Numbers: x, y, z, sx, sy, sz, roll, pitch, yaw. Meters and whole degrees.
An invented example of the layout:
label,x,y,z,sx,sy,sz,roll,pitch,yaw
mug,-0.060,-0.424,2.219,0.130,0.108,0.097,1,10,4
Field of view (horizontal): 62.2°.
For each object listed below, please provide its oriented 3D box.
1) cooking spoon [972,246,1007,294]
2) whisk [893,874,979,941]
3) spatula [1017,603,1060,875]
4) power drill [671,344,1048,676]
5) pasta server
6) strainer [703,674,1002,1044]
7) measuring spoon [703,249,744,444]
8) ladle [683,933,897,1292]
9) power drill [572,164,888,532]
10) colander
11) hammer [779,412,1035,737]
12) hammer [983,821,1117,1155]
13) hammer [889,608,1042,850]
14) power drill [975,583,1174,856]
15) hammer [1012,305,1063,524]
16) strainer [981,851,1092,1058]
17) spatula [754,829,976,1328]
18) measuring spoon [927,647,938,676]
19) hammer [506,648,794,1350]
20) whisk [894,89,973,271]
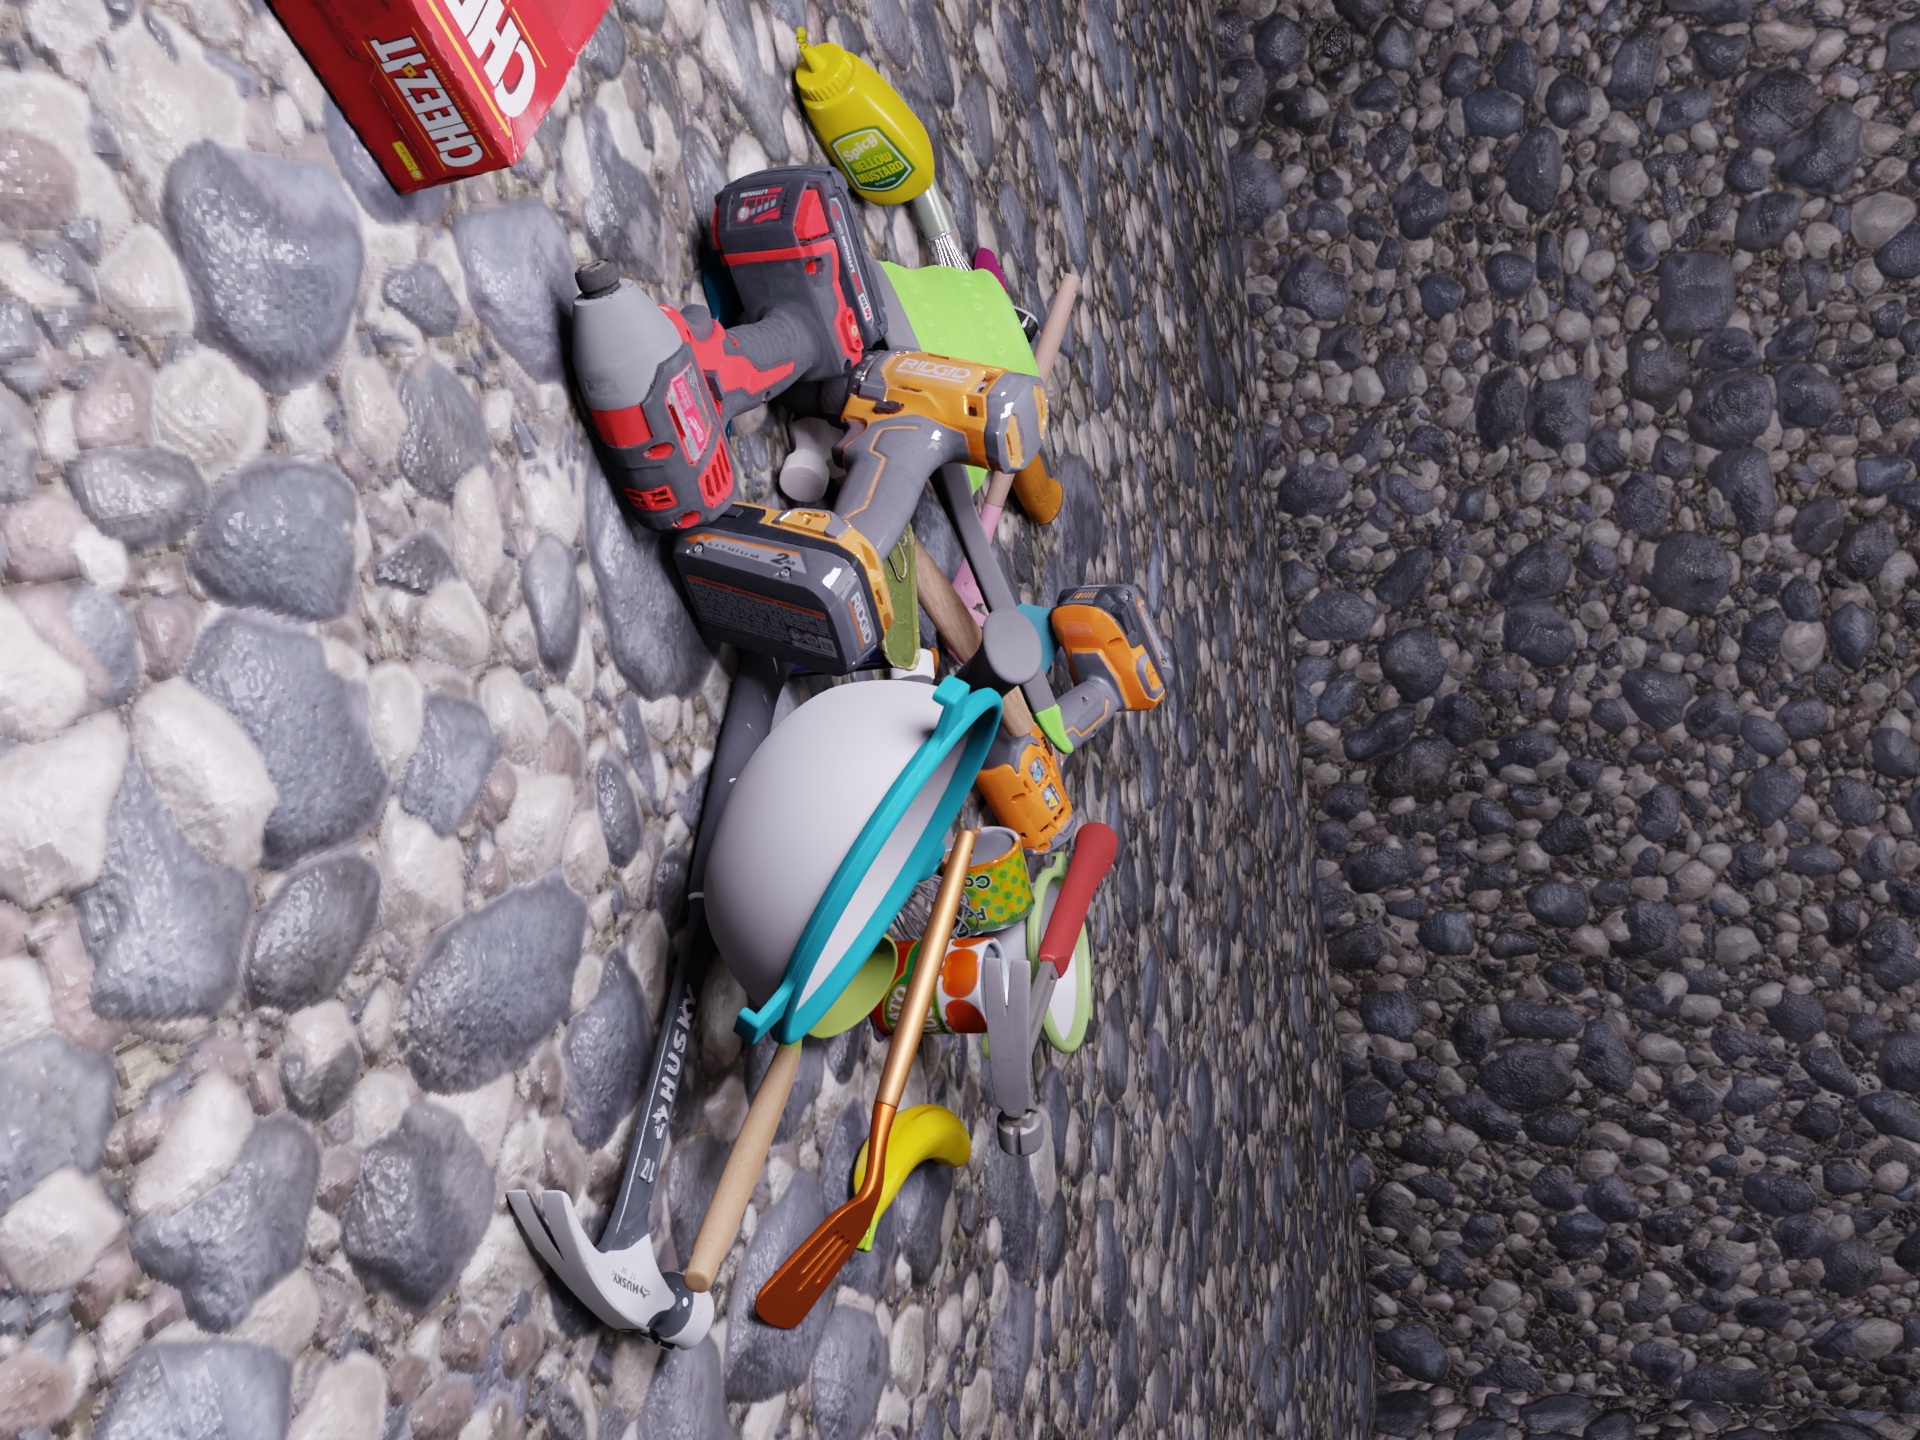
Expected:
label,x,y,z,sx,sy,sz,roll,pitch,yaw
cooking spoon,-0.001,-0.325,1.356,0.068,0.017,0.319,64,28,-29
whisk,-0.049,0.106,1.088,0.238,0.055,0.055,47,42,-53
spatula,0.058,0.060,1.390,0.082,0.044,0.317,12,75,-51
power drill,-0.076,-0.142,0.938,0.226,0.185,0.084,-55,148,-32
pasta server,0.042,-0.193,1.250,0.060,0.040,0.316,-26,137,-74
strainer,-0.064,0.060,0.889,0.211,0.095,0.340,-59,173,-1
measuring spoon,-0.137,-0.224,0.961,0.042,0.021,0.129,21,66,-68
ladle,-0.089,0.202,0.864,0.320,0.062,0.078,-71,180,-69
power drill,-0.131,-0.217,0.875,0.220,0.078,0.143,-57,139,-43
colander,0.030,-0.173,1.117,0.204,0.094,0.397,-121,-172,-87
hammer,-0.026,-0.105,1.150,0.331,0.031,0.130,54,31,-39
hammer,0.074,0.158,1.194,0.359,0.037,0.149,-58,147,-64
hammer,-0.002,-0.003,0.994,0.334,0.035,0.146,138,-52,-75
power drill,0.082,-0.019,1.344,0.226,0.084,0.164,-52,126,-33
hammer,0.046,-0.228,1.366,0.127,0.034,0.336,-61,165,-5
strainer,0.040,0.211,1.262,0.256,0.069,0.151,-34,115,-67
spatula,-0.048,0.212,0.981,0.081,0.041,0.323,67,36,-58
measuring spoon,-0.035,-0.028,1.214,0.117,0.011,0.021,-64,139,-60
hammer,-0.142,0.109,0.854,0.149,0.036,0.409,58,33,-49
whisk,-0.013,-0.384,1.282,0.246,0.058,0.059,67,-8,-21
